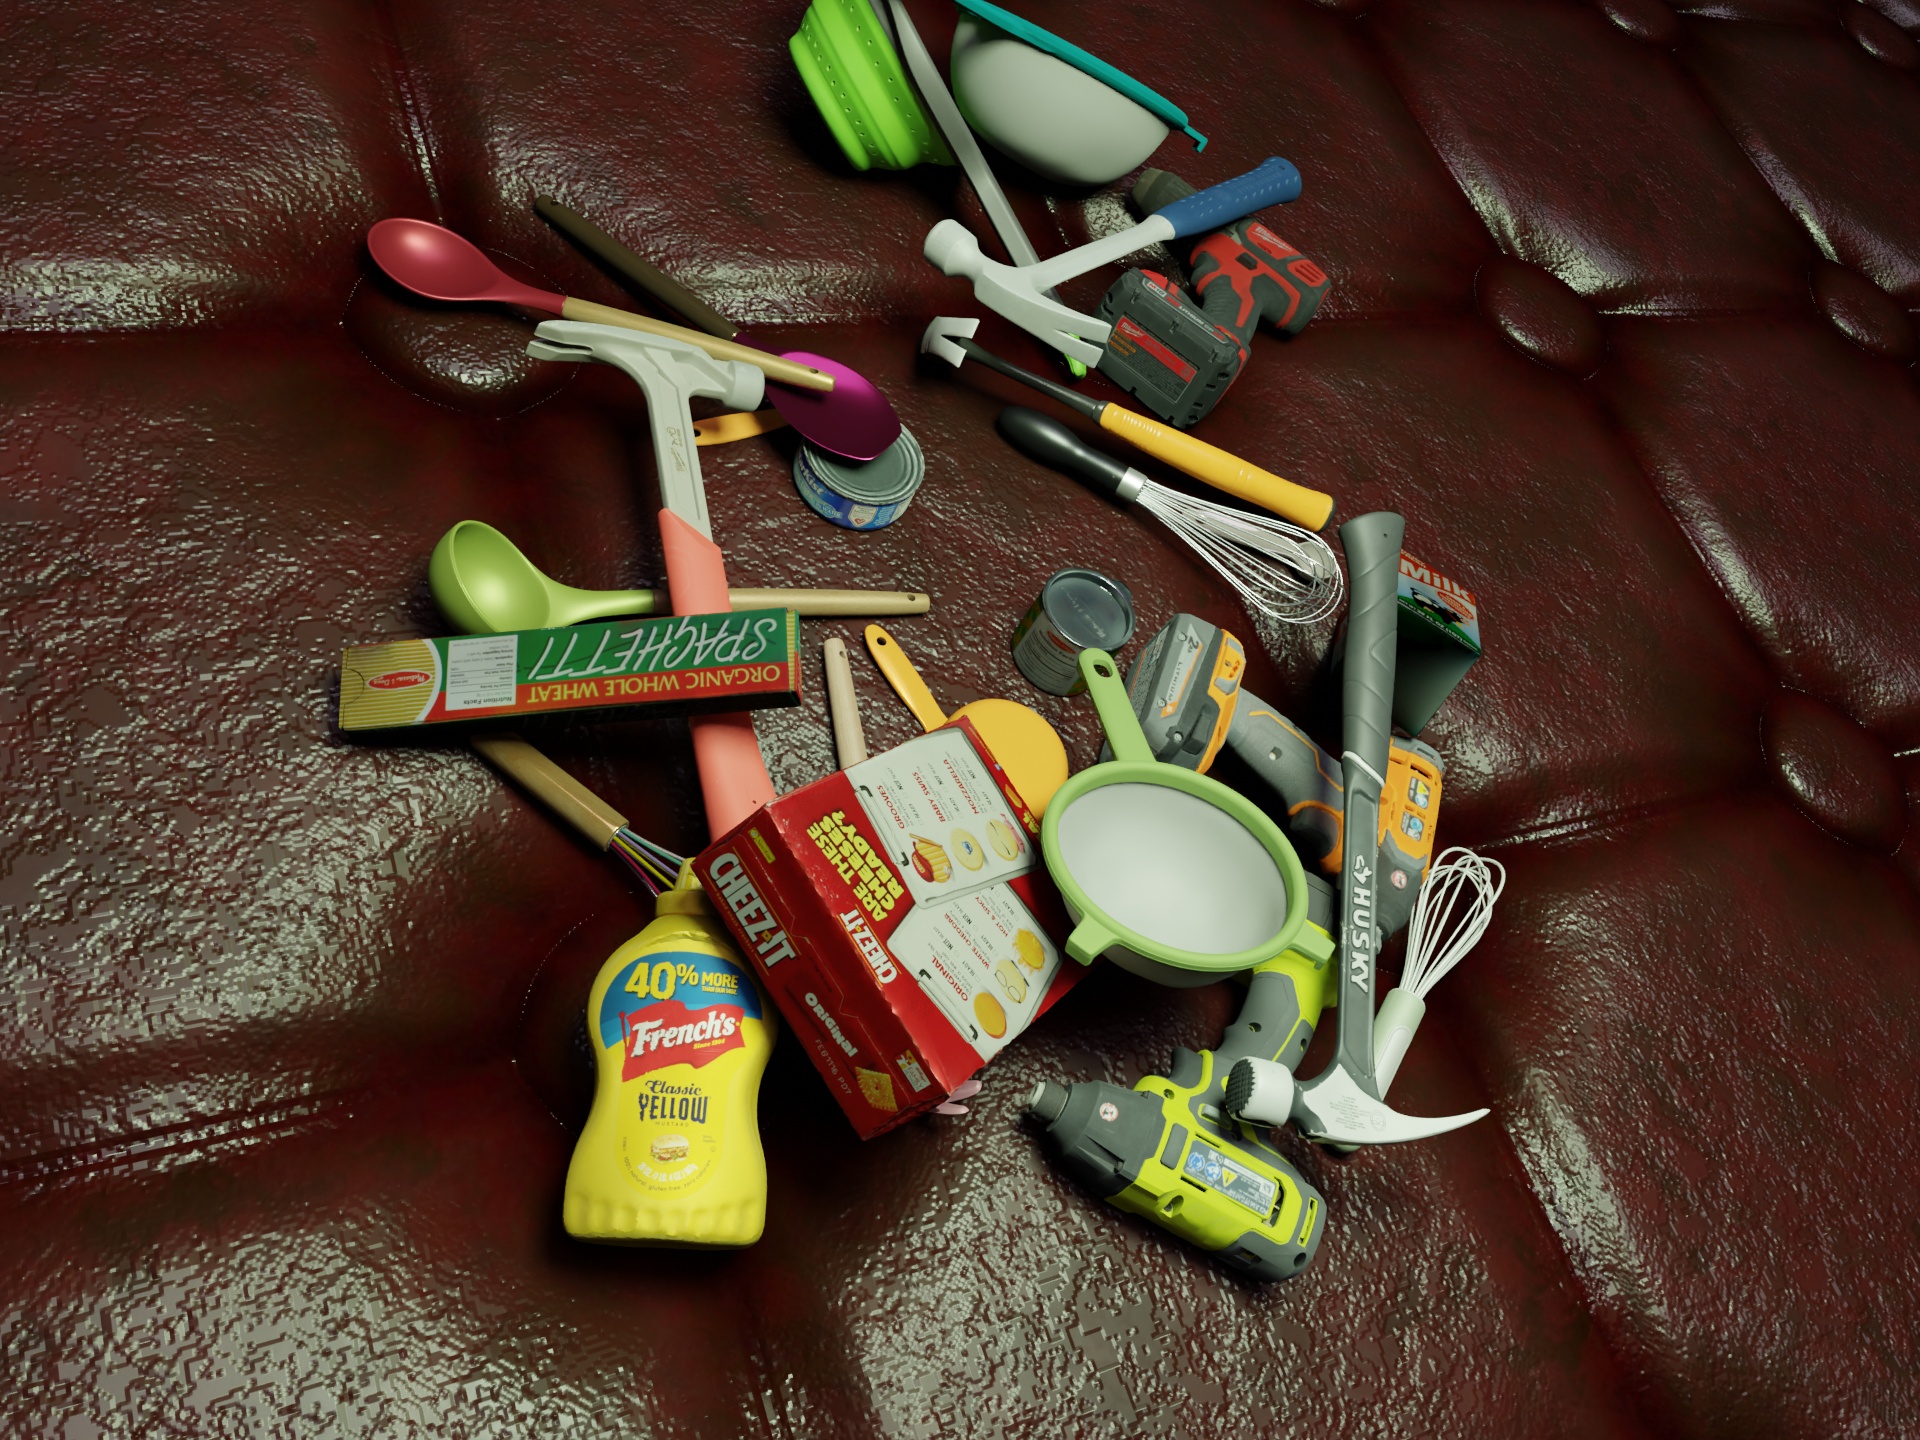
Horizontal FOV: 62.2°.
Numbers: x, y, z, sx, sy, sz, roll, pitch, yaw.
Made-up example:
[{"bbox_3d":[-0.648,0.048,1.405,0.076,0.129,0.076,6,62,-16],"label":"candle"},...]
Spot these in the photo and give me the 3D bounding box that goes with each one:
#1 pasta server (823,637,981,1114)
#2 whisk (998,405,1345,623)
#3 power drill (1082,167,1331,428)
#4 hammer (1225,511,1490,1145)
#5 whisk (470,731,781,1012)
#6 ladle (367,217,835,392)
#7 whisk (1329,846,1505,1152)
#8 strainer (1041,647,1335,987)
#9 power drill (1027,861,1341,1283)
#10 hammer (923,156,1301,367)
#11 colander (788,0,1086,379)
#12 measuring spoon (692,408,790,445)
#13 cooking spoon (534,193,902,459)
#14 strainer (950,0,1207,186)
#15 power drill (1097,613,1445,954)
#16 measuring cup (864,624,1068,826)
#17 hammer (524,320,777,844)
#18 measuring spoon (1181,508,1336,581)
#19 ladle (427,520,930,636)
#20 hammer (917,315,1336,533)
[{"bbox_3d":[-0.047,0.081,0.926,0.060,0.040,0.317,21,46,-43],"label":"pasta server"},{"bbox_3d":[0.153,-0.156,1.155,0.284,0.070,0.070,30,52,3],"label":"whisk"},{"bbox_3d":[0.184,-0.353,1.286,0.188,0.080,0.227,38,49,4],"label":"power drill"},{"bbox_3d":[0.245,0.050,0.949,0.149,0.036,0.409,16,64,-14],"label":"hammer"},{"bbox_3d":[-0.172,0.078,0.877,0.245,0.051,0.047,37,31,7],"label":"whisk"},{"bbox_3d":[-0.235,-0.266,1.048,0.315,0.031,0.069,16,50,-2],"label":"ladle"},{"bbox_3d":[0.287,0.173,1.008,0.057,0.059,0.246,53,54,-20],"label":"whisk"},{"bbox_3d":[0.100,0.061,0.917,0.151,0.069,0.257,4,40,-17],"label":"strainer"},{"bbox_3d":[0.145,0.184,0.920,0.171,0.080,0.223,30,55,-3],"label":"power drill"},{"bbox_3d":[0.151,-0.368,1.207,0.144,0.035,0.405,41,46,17],"label":"hammer"},{"bbox_3d":[-0.030,-0.423,1.226,0.094,0.204,0.397,-28,89,9],"label":"colander"},{"bbox_3d":[-0.142,-0.205,1.086,0.117,0.011,0.021,-19,68,-32],"label":"measuring spoon"},{"bbox_3d":[-0.172,-0.273,1.087,0.319,0.017,0.069,37,59,12],"label":"cooking spoon"},{"bbox_3d":[0.037,-0.494,1.244,0.211,0.095,0.340,37,21,26],"label":"strainer"},{"bbox_3d":[0.208,0.046,1.034,0.226,0.084,0.164,29,52,-9],"label":"power drill"},{"bbox_3d":[-0.002,-0.003,0.990,0.095,0.052,0.174,-27,75,-34],"label":"measuring cup"},{"bbox_3d":[-0.162,-0.080,0.925,0.149,0.036,0.359,5,59,-32],"label":"hammer"},{"bbox_3d":[0.223,-0.132,1.199,0.124,0.018,0.034,20,53,-2],"label":"measuring spoon"},{"bbox_3d":[-0.160,-0.079,0.971,0.320,0.062,0.078,-2,59,-27],"label":"ladle"},{"bbox_3d":[0.132,-0.213,1.166,0.336,0.034,0.127,21,9,-15],"label":"hammer"}]
